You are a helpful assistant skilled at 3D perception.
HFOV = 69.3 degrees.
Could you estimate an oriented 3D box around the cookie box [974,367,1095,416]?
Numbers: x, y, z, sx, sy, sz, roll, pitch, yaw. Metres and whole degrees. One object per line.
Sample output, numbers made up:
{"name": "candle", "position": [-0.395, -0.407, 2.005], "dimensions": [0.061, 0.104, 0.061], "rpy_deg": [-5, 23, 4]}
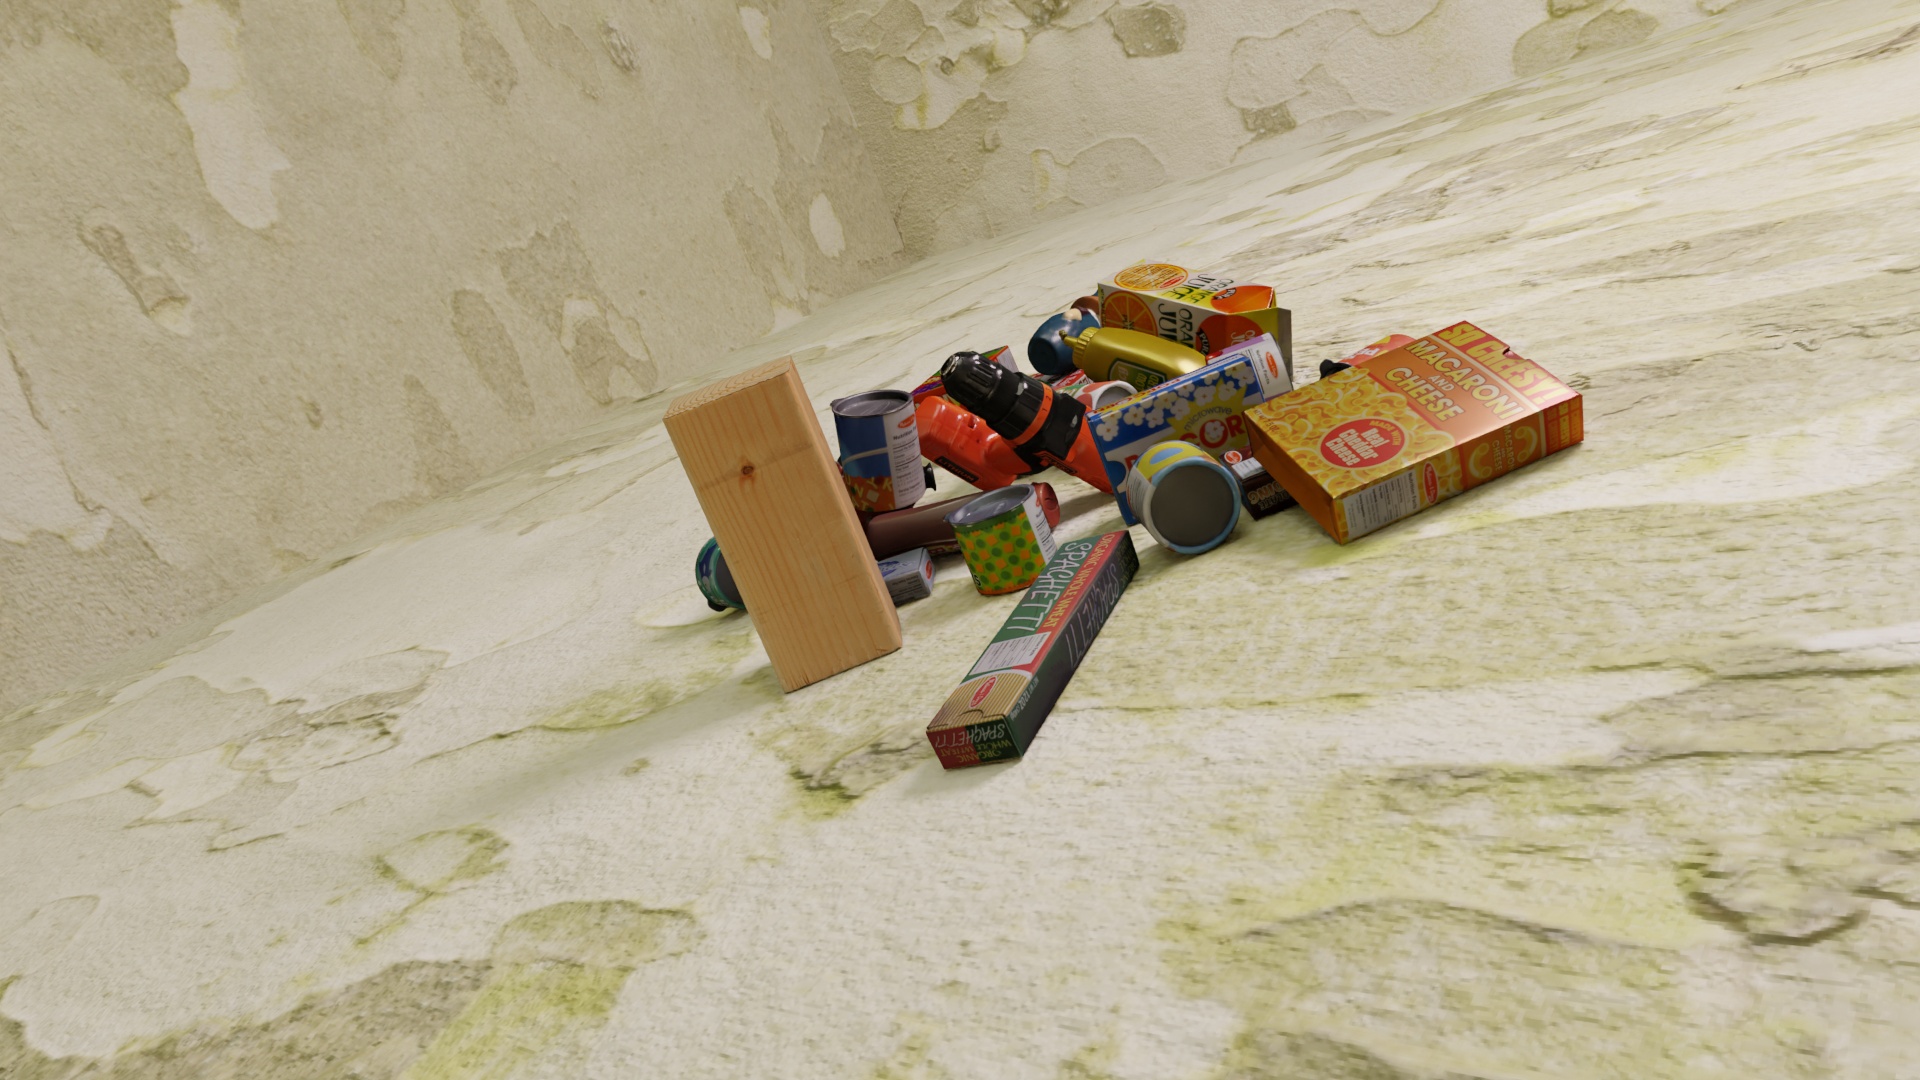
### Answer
{"name": "cookie box", "position": [0.071, -0.140, 1.441], "dimensions": [0.167, 0.040, 0.123], "rpy_deg": [-13, 18, 32]}

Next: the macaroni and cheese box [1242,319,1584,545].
{"name": "macaroni and cheese box", "position": [0.283, -0.073, 0.879], "dimensions": [0.167, 0.040, 0.124], "rpy_deg": [-23, 34, -4]}

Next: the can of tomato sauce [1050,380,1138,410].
{"name": "can of tomato sauce", "position": [0.111, -0.106, 1.224], "dimensions": [0.071, 0.071, 0.083], "rpy_deg": [-31, 19, -32]}

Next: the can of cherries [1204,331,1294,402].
{"name": "can of cherries", "position": [0.240, -0.131, 1.148], "dimensions": [0.058, 0.071, 0.072], "rpy_deg": [-20, 16, 9]}

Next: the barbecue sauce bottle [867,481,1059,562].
{"name": "barbecue sauce bottle", "position": [0.004, -0.014, 1.097], "dimensions": [0.148, 0.043, 0.065], "rpy_deg": [-13, -7, 25]}

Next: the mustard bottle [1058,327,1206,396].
{"name": "mustard bottle", "position": [0.150, -0.155, 1.235], "dimensions": [0.160, 0.065, 0.049], "rpy_deg": [26, 47, 29]}

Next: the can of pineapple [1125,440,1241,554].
{"name": "can of pineapple", "position": [0.150, -0.030, 0.926], "dimensions": [0.071, 0.071, 0.058], "rpy_deg": [-21, 16, 1]}

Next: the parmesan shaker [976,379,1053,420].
{"name": "parmesan shaker", "position": [0.052, -0.102, 1.300], "dimensions": [0.071, 0.071, 0.103], "rpy_deg": [-12, 18, 32]}

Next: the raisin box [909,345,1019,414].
{"name": "raisin box", "position": [0.001, -0.159, 1.452], "dimensions": [0.086, 0.040, 0.124], "rpy_deg": [-15, 16, 26]}

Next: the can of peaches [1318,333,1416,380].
{"name": "can of peaches", "position": [0.297, -0.108, 0.985], "dimensions": [0.058, 0.071, 0.071], "rpy_deg": [-26, 16, -20]}

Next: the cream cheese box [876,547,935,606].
{"name": "cream cheese box", "position": [-0.072, 0.039, 1.065], "dimensions": [0.104, 0.024, 0.053], "rpy_deg": [-19, 15, 8]}

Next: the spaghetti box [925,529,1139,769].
{"name": "spaghetti box", "position": [0.052, 0.057, 0.835], "dimensions": [0.050, 0.028, 0.251], "rpy_deg": [-13, 18, 28]}

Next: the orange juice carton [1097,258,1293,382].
{"name": "orange juice carton", "position": [0.221, -0.197, 1.265], "dimensions": [0.073, 0.071, 0.193], "rpy_deg": [-32, 39, -34]}

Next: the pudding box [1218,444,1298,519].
{"name": "pudding box", "position": [0.213, -0.046, 0.962], "dimensions": [0.049, 0.030, 0.084], "rpy_deg": [-21, 16, 5]}

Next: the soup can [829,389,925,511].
{"name": "soup can", "position": [-0.068, -0.074, 1.137], "dimensions": [0.071, 0.083, 0.071], "rpy_deg": [-6, 23, 3]}

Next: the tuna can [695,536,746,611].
{"name": "tuna can", "position": [-0.191, 0.028, 1.186], "dimensions": [0.071, 0.071, 0.033], "rpy_deg": [-31, 19, -31]}

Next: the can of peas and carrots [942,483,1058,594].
{"name": "can of peas and carrots", "position": [0.030, 0.000, 0.997], "dimensions": [0.071, 0.058, 0.071], "rpy_deg": [-21, 15, 6]}

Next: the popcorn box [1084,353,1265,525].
{"name": "popcorn box", "position": [0.164, -0.075, 1.020], "dimensions": [0.127, 0.085, 0.038], "rpy_deg": [-22, 14, 2]}
